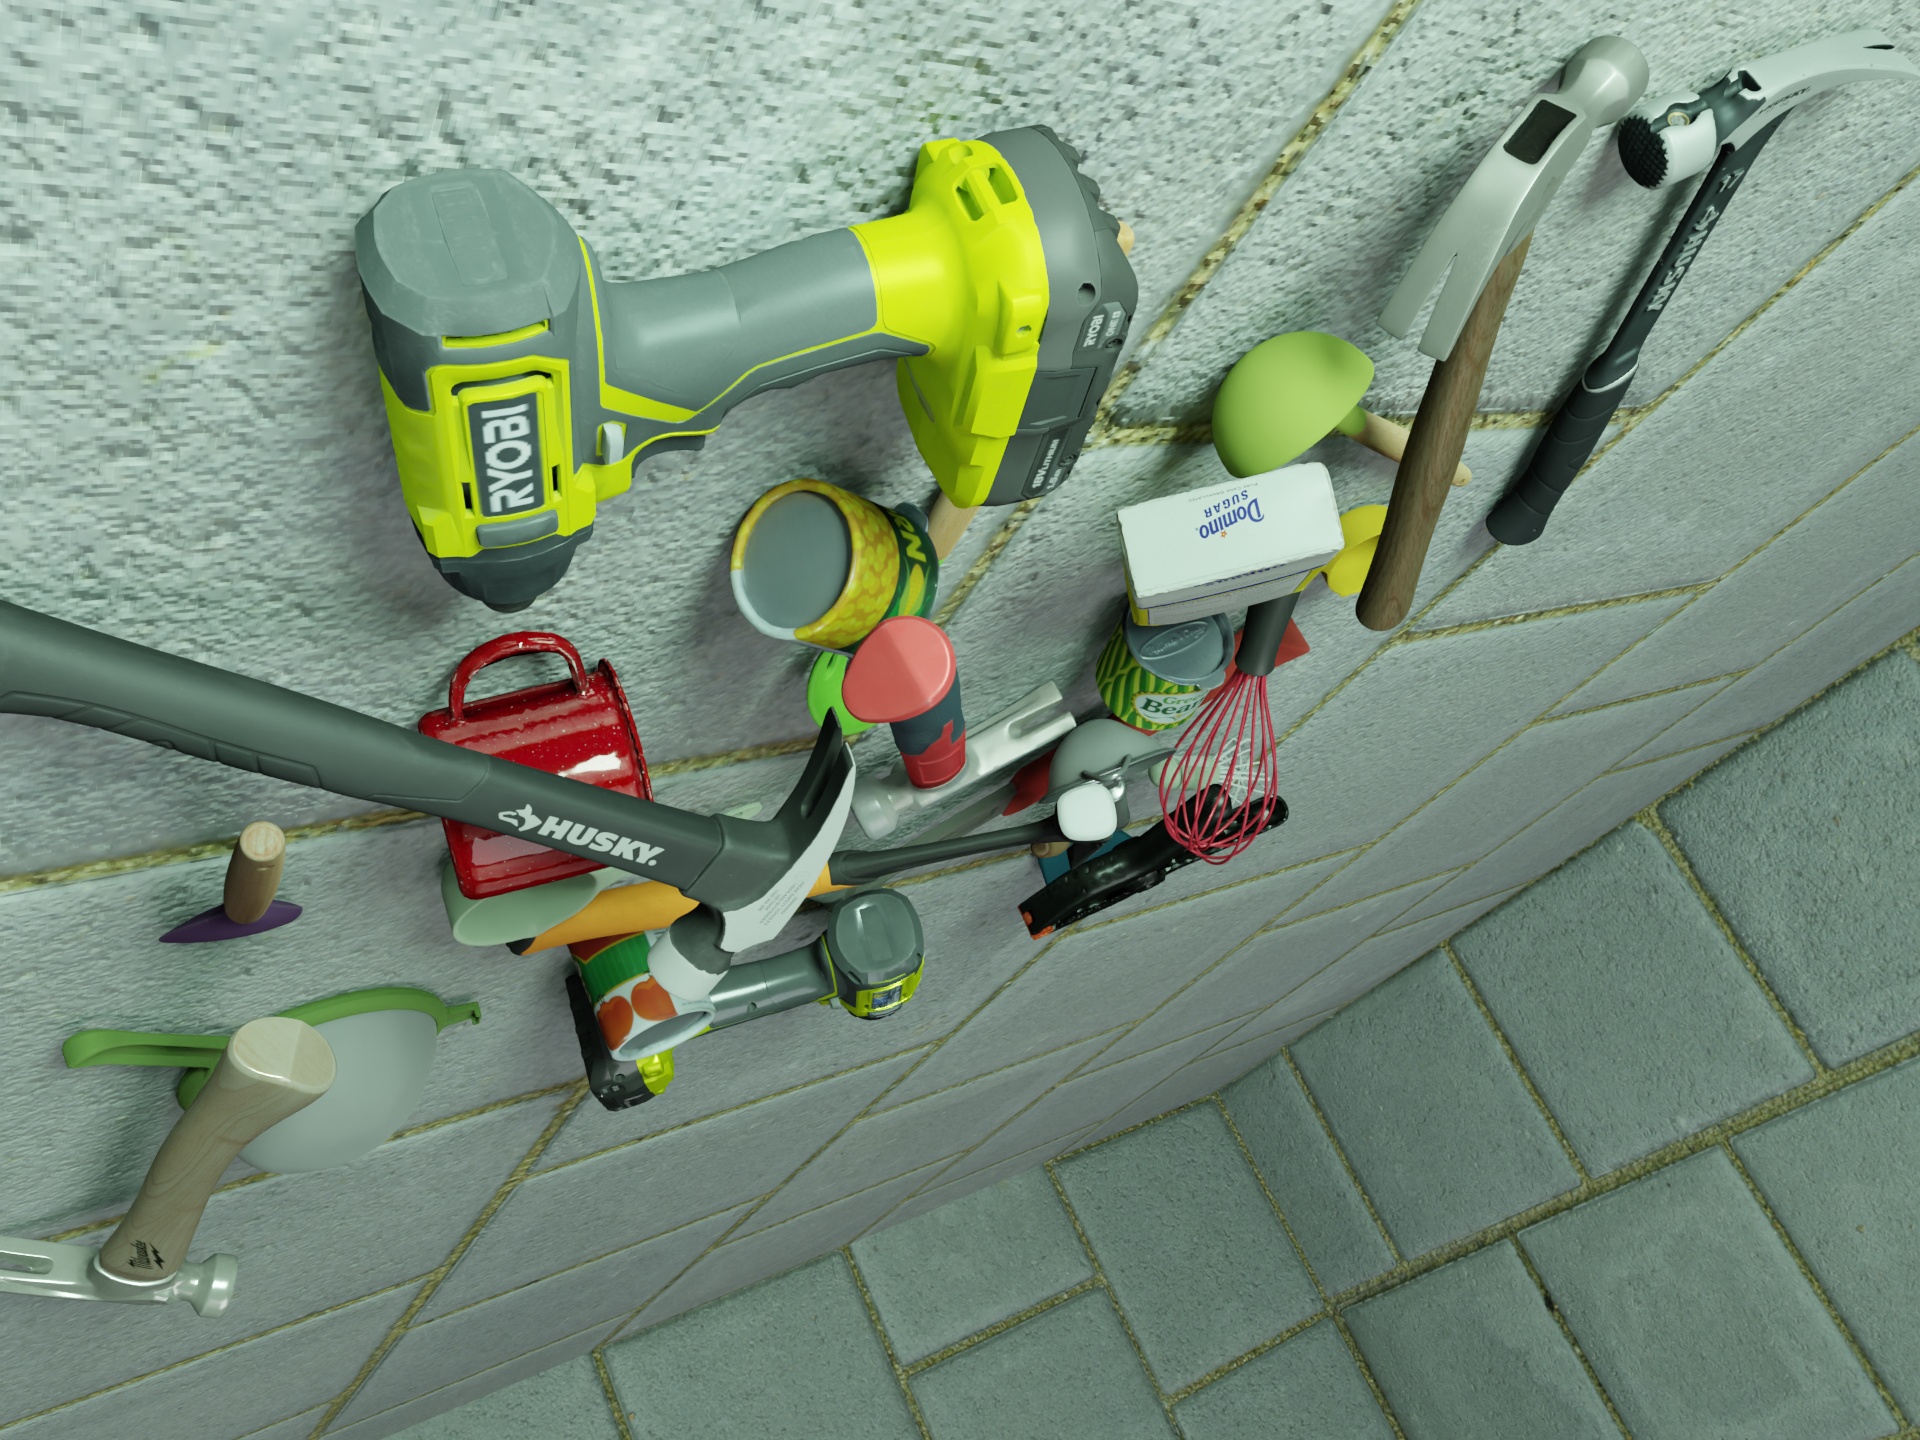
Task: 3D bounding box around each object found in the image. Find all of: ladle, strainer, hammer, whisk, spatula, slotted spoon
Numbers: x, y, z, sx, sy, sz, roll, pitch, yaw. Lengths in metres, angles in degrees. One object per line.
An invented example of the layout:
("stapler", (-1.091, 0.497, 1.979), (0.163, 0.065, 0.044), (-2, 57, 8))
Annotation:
("ladle", (0.215, -0.138, 0.811), (0.078, 0.062, 0.320), (-33, 161, 28))
("strainer", (-0.378, 0.206, 0.869), (0.151, 0.069, 0.256), (-30, 160, 7))
("hammer", (0.222, -0.139, 0.732), (0.130, 0.031, 0.331), (-46, 158, -20))
("whisk", (0.170, -0.019, 0.938), (0.073, 0.073, 0.295), (-18, 139, -23))
("hammer", (-0.084, 0.087, 0.891), (0.337, 0.034, 0.127), (-10, 169, -5))
("strainer", (0.091, 0.040, 0.993), (0.087, 0.050, 0.258), (-21, 164, 2))
("hammer", (-0.423, 0.244, 0.843), (0.146, 0.038, 0.410), (18, 140, -27))
("whisk", (0.178, 0.037, 1.149), (0.246, 0.058, 0.059), (6, 105, -68))
("hammer", (-0.188, 0.016, 0.567), (0.334, 0.035, 0.146), (22, 120, -38))
("hammer", (0.067, 0.034, 1.053), (0.359, 0.037, 0.149), (-31, 159, 10))
("hammer", (0.363, -0.205, 0.863), (0.149, 0.036, 0.408), (-26, 159, -8))
("spatula", (-0.281, 0.070, 0.620), (0.059, 0.018, 0.316), (-10, 172, -28))
("hammer", (-0.001, -0.002, 0.770), (0.143, 0.038, 0.386), (-28, 173, -4))
("spatula", (0.077, 0.095, 1.143), (0.082, 0.044, 0.317), (-29, 173, 6))
("slotted spoon", (-0.001, -0.093, 0.696), (0.070, 0.031, 0.313), (-13, 153, -34))

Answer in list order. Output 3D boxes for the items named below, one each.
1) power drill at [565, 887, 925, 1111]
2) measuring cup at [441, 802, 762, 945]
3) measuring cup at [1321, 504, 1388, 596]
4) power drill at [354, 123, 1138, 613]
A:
("power drill", (-0.135, 0.189, 1.068), (0.228, 0.080, 0.190), (-15, 160, -10))
("measuring cup", (-0.186, 0.064, 0.821), (0.167, 0.038, 0.083), (-23, 158, -18))
("measuring cup", (0.195, -0.103, 0.920), (0.156, 0.029, 0.062), (0, 143, -29))
("power drill", (-0.069, -0.108, 0.516), (0.223, 0.080, 0.171), (-15, 155, -19))
